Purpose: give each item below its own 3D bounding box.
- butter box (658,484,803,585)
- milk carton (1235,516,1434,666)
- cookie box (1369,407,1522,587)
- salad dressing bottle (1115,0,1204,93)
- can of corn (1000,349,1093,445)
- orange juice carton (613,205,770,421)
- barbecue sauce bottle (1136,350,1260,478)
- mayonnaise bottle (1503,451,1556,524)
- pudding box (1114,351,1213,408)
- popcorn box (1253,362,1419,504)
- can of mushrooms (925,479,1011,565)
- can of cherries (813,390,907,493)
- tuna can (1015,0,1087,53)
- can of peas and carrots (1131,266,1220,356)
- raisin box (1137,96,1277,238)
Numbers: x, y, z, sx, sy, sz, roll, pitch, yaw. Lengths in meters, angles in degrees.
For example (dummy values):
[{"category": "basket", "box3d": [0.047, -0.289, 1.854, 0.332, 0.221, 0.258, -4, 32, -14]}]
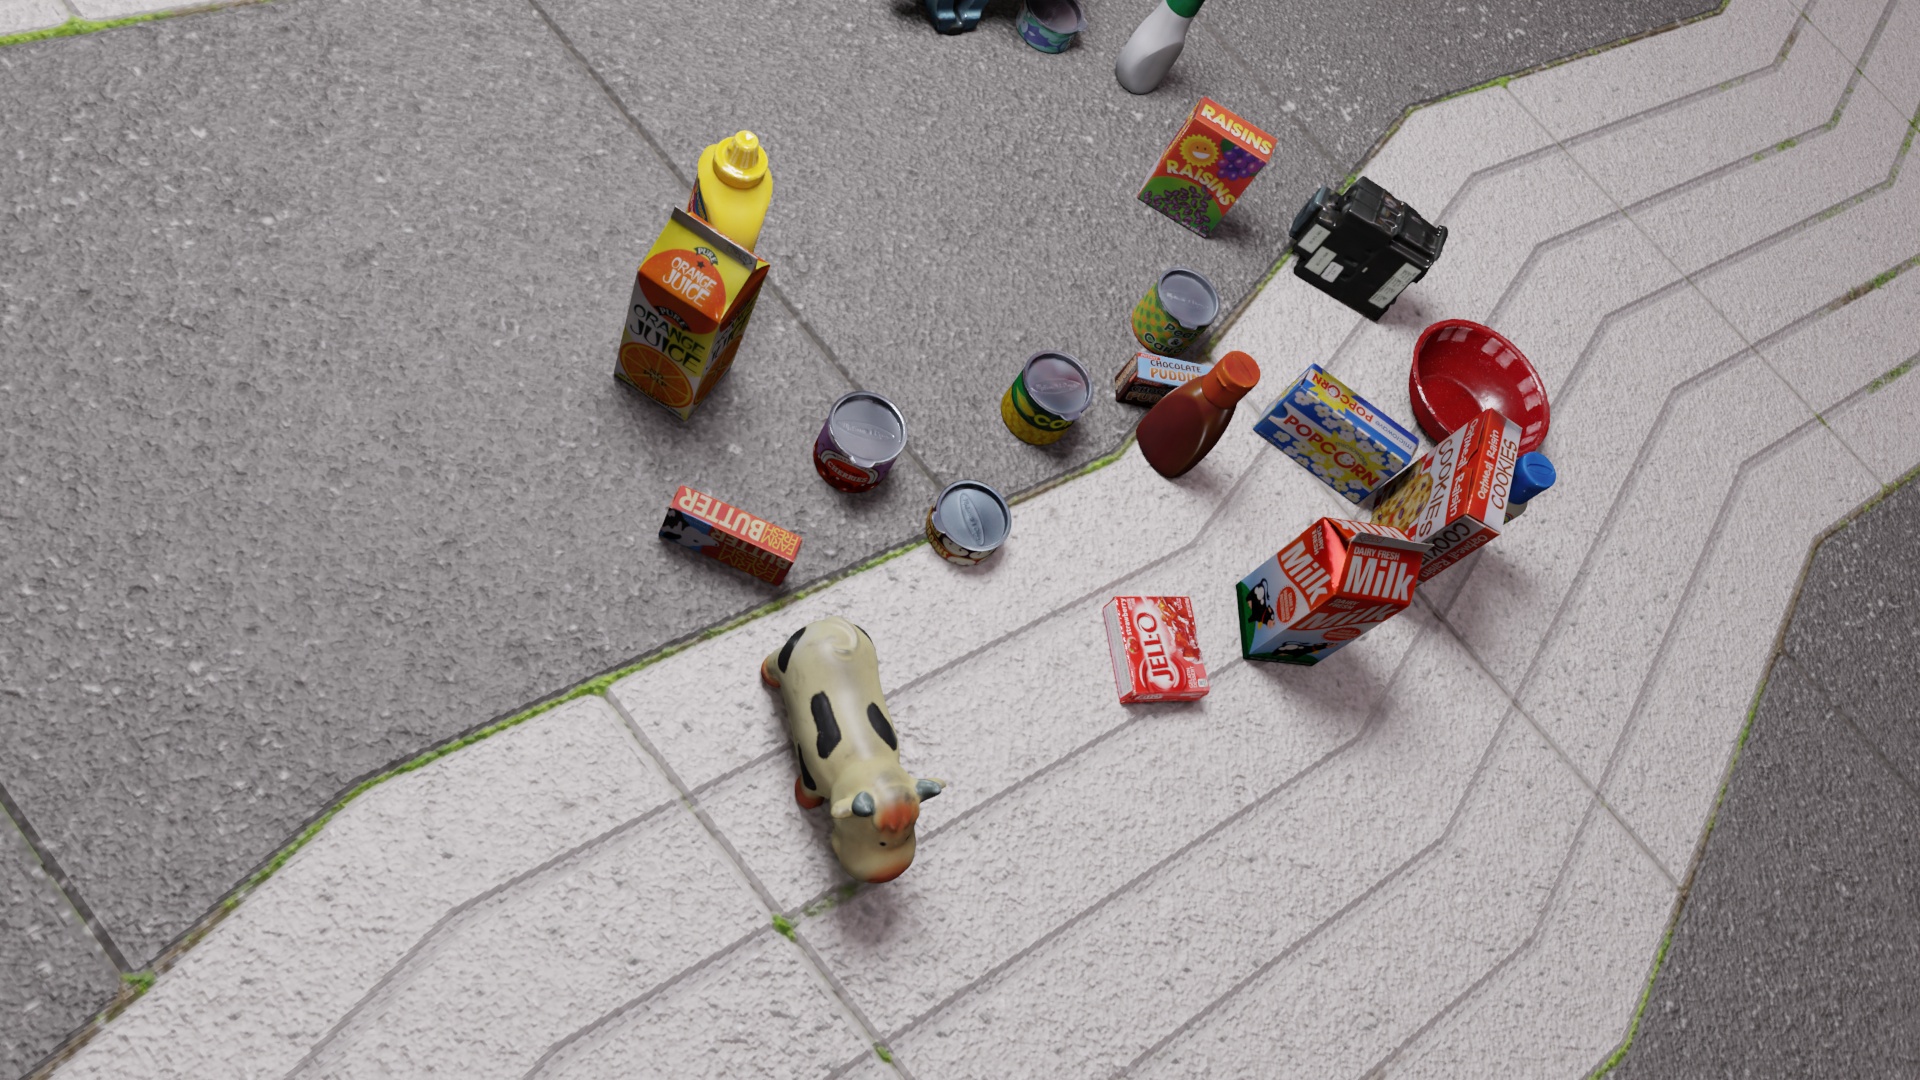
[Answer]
[{"category": "butter box", "box3d": [-0.177, -0.003, 1.069, 0.103, 0.053, 0.024, 24, 59, -9]}, {"category": "milk carton", "box3d": [0.309, 0.038, 1.159, 0.072, 0.189, 0.074, 8, 63, -18]}, {"category": "cookie box", "box3d": [0.427, -0.028, 1.252, 0.040, 0.166, 0.123, 28, 59, -7]}, {"category": "salad dressing bottle", "box3d": [0.210, -0.523, 1.421, 0.064, 0.147, 0.044, -20, 74, -28]}, {"category": "can of corn", "box3d": [0.076, -0.123, 1.224, 0.071, 0.058, 0.071, 9, 63, -17]}, {"category": "orange juice carton", "box3d": [-0.204, -0.179, 1.062, 0.072, 0.191, 0.073, 34, 58, -3]}, {"category": "barbecue sauce bottle", "box3d": [0.210, -0.113, 1.219, 0.044, 0.148, 0.065, -24, 76, -29]}, {"category": "mayonnaise bottle", "box3d": [0.488, -0.033, 1.290, 0.065, 0.147, 0.041, 8, 63, -18]}, {"category": "pudding box", "box3d": [0.191, -0.144, 1.285, 0.084, 0.049, 0.030, 10, 62, -17]}, {"category": "popcorn box", "box3d": [0.353, -0.099, 1.306, 0.127, 0.085, 0.038, 36, 58, -2]}, {"category": "can of mushrooms", "box3d": [0.004, -0.015, 1.157, 0.071, 0.033, 0.071, 9, 63, -17]}, {"category": "can of cherries", "box3d": [-0.084, -0.078, 1.139, 0.071, 0.058, 0.072, 9, 63, -17]}, {"category": "tuna can", "box3d": [0.095, -0.544, 1.454, 0.071, 0.032, 0.071, 9, 63, -17]}, {"category": "can of peas and carrots", "box3d": [0.204, -0.214, 1.320, 0.071, 0.058, 0.071, 9, 63, -17]}, {"category": "raisin box", "box3d": [0.242, -0.367, 1.372, 0.086, 0.123, 0.040, 30, 59, -6]}]
